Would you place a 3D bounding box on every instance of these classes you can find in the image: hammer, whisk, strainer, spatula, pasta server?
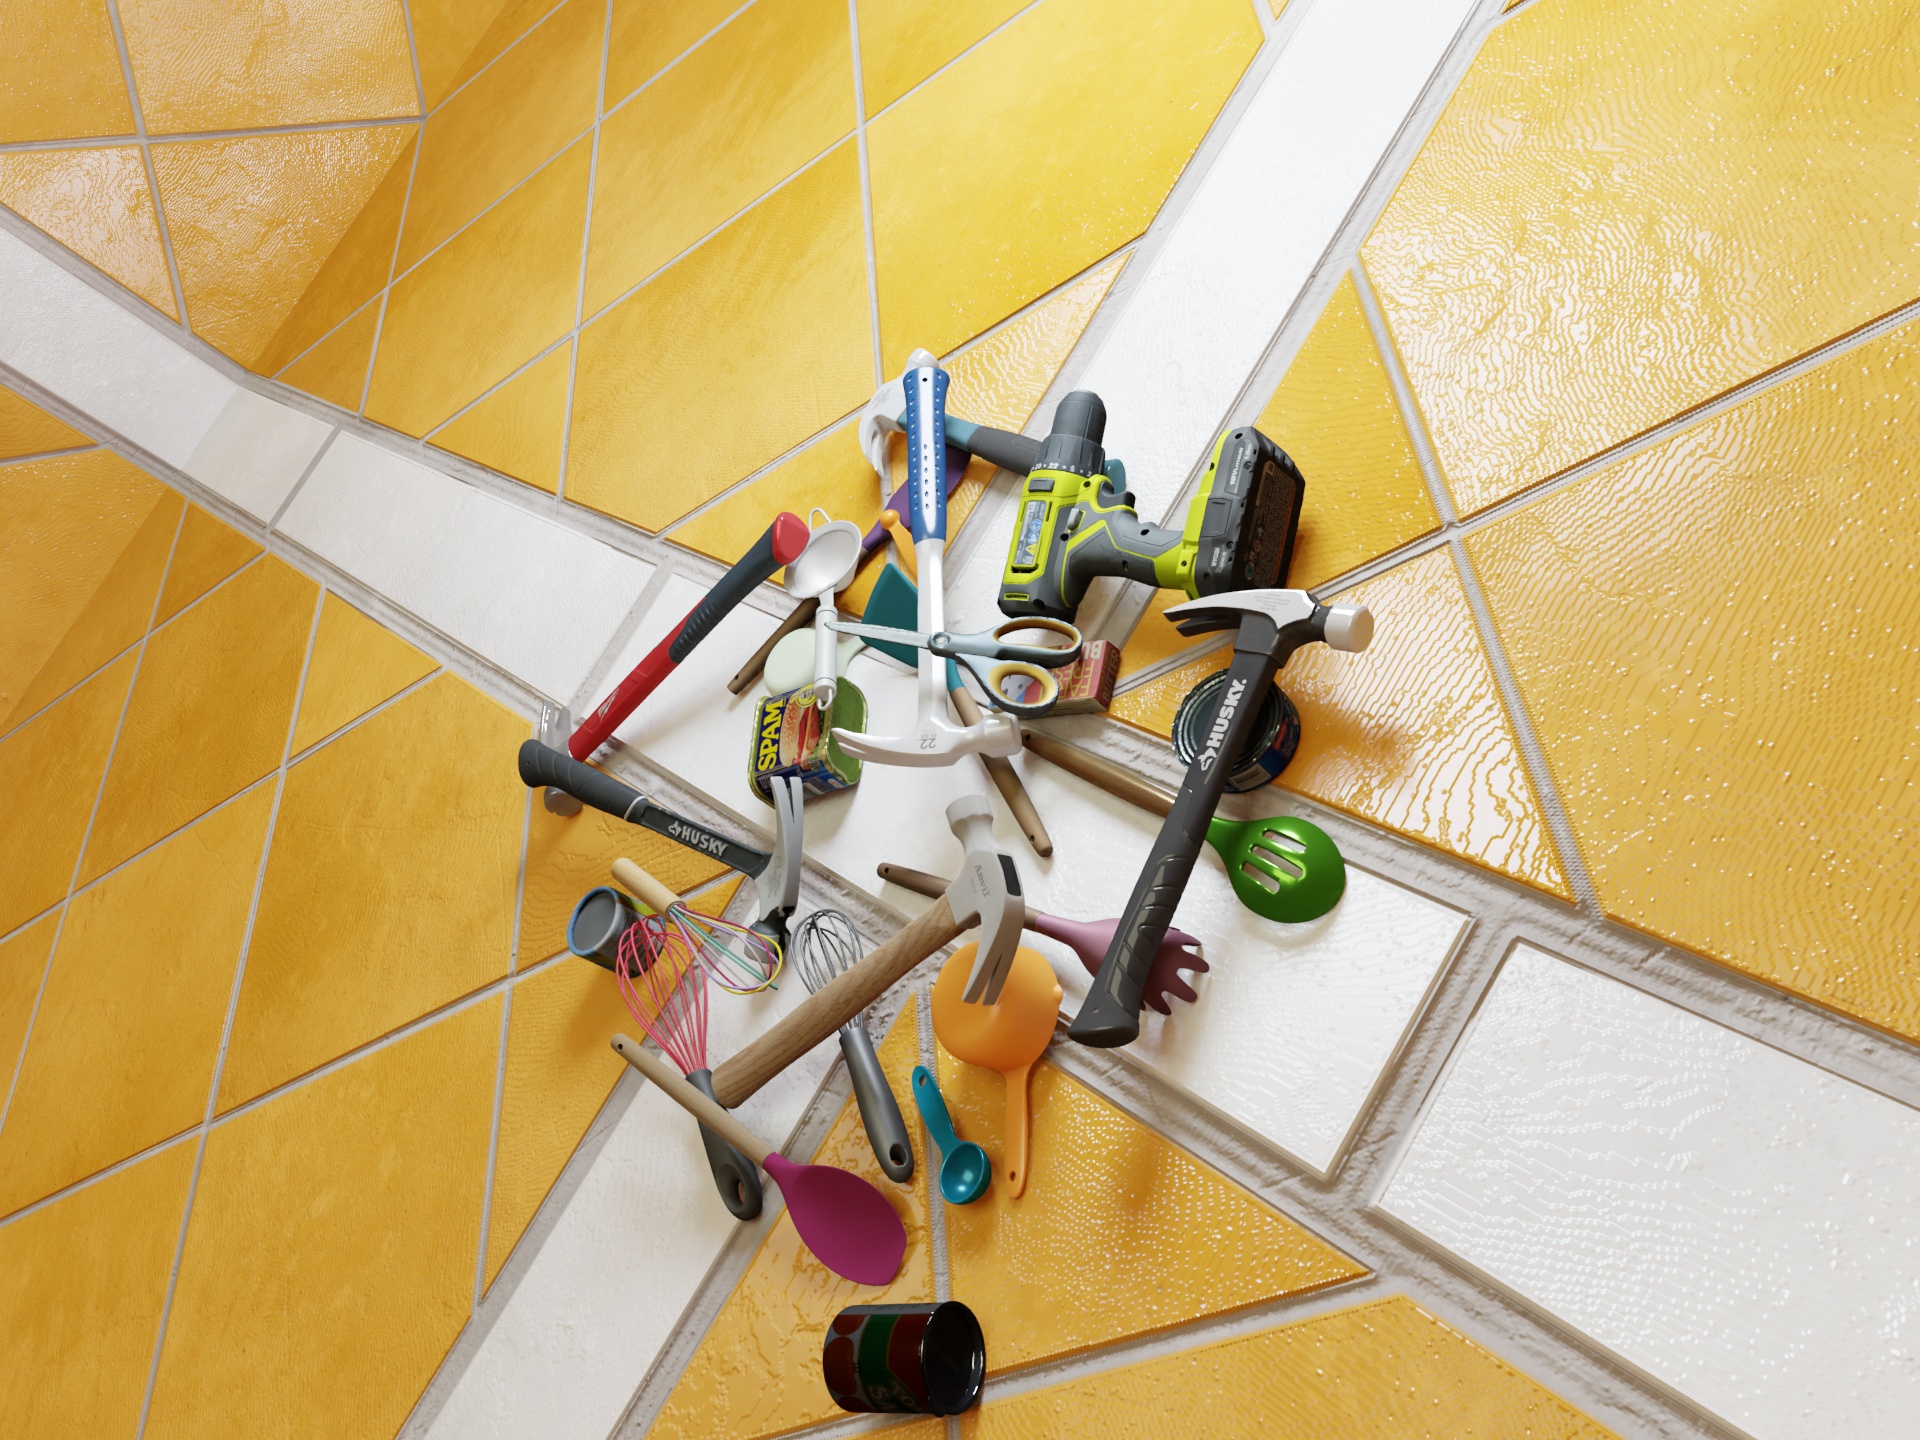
[{"bbox_3d":[0.025,-0.248,1.411,0.331,0.033,0.128,29,76,45],"label":"hammer"},{"bbox_3d":[0.149,0.060,1.054,0.146,0.035,0.335,12,70,42],"label":"hammer"},{"bbox_3d":[-0.076,0.236,1.181,0.055,0.055,0.239,-37,50,16],"label":"whisk"},{"bbox_3d":[-0.282,-0.073,1.522,0.386,0.038,0.143,-42,42,25],"label":"hammer"},{"bbox_3d":[-0.074,0.194,1.135,0.331,0.031,0.130,-41,52,31],"label":"hammer"},{"bbox_3d":[-0.117,-0.094,1.389,0.087,0.050,0.259,-27,38,20],"label":"strainer"},{"bbox_3d":[-0.218,0.163,1.296,0.245,0.051,0.047,26,90,46],"label":"whisk"},{"bbox_3d":[-0.275,0.078,1.403,0.409,0.036,0.149,18,99,42],"label":"hammer"},{"bbox_3d":[-0.105,-0.139,1.471,0.316,0.018,0.060,-46,46,6],"label":"spatula"},{"bbox_3d":[-0.031,-0.137,1.318,0.144,0.035,0.406,-8,56,9],"label":"hammer"},{"bbox_3d":[-0.215,0.269,1.268,0.073,0.073,0.296,-41,50,12],"label":"whisk"},{"bbox_3d":[-0.002,-0.004,1.274,0.082,0.044,0.318,-64,37,32],"label":"spatula"},{"bbox_3d":[0.045,0.144,1.151,0.316,0.040,0.060,12,71,48],"label":"pasta server"}]

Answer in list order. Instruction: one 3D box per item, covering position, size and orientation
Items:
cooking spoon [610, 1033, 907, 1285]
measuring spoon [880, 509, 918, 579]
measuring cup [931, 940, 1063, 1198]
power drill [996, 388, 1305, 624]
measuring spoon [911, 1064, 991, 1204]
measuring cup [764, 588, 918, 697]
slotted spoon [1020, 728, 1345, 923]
[{"bbox_3d":[-0.157,0.312,1.175,0.319,0.017,0.069,26,97,35],"label":"cooking spoon"},{"bbox_3d":[-0.045,-0.152,1.422,0.021,0.011,0.117,-40,52,9],"label":"measuring spoon"},{"bbox_3d":[0.020,0.233,1.082,0.095,0.052,0.174,-27,52,41],"label":"measuring cup"},{"bbox_3d":[0.139,-0.163,1.213,0.229,0.080,0.190,7,80,41],"label":"power drill"},{"bbox_3d":[-0.007,0.287,1.109,0.042,0.021,0.129,-49,33,11],"label":"measuring spoon"},{"bbox_3d":[-0.108,-0.073,1.413,0.167,0.038,0.083,-37,45,19],"label":"measuring cup"},{"bbox_3d":[0.140,0.060,1.124,0.314,0.031,0.070,27,82,48],"label":"slotted spoon"}]
